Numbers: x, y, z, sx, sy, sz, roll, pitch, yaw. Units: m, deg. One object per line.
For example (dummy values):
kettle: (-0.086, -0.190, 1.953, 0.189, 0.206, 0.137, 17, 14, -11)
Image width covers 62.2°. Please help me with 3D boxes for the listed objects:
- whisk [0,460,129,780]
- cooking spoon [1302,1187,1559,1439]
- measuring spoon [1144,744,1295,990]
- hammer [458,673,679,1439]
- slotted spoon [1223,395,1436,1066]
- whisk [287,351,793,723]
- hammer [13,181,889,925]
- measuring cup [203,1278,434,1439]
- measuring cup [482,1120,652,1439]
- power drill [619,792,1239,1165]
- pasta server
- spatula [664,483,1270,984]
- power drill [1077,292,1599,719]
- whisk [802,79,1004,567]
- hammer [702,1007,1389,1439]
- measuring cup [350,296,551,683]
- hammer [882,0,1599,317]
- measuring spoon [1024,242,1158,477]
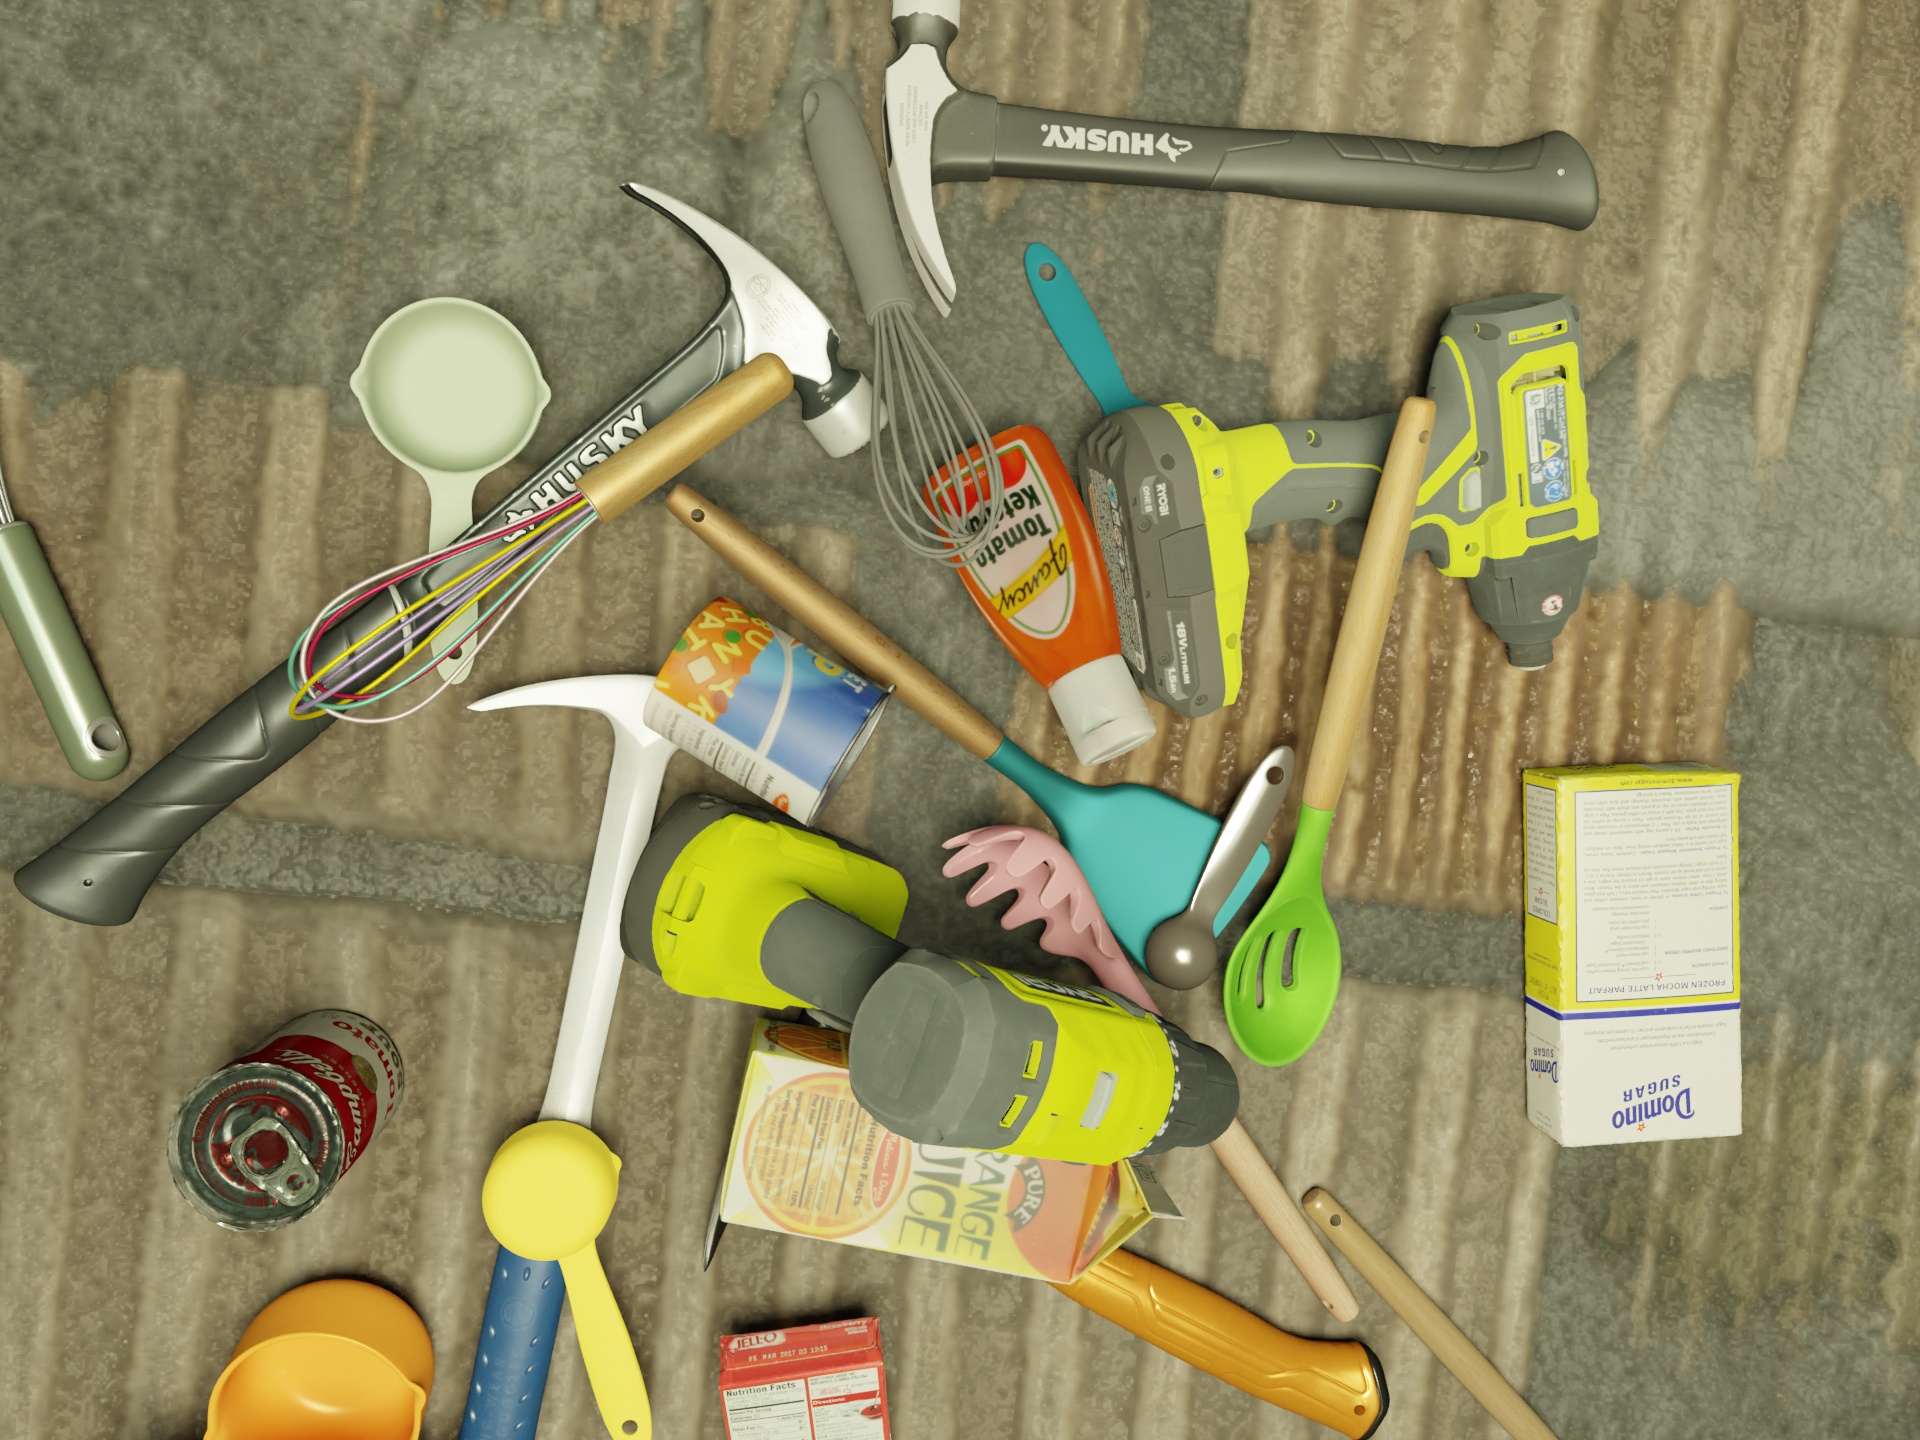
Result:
whisk: (-0.419, -0.088, 0.686, 0.059, 0.058, 0.246, -16, 98, 30)
cooking spoon: (0.276, 0.345, 0.780, 0.069, 0.017, 0.319, -43, 96, -3)
measuring spoon: (0.122, 0.068, 0.722, 0.034, 0.018, 0.124, 26, 93, -12)
hammer: (-0.184, 0.176, 0.720, 0.144, 0.035, 0.405, 12, 91, -6)
slotted spoon: (0.166, 0.013, 0.704, 0.070, 0.031, 0.313, -4, 115, -29)
whisk: (-0.171, -0.076, 0.653, 0.245, 0.047, 0.051, -38, 57, -11)
hammer: (-0.226, -0.059, 0.674, 0.409, 0.036, 0.149, -41, 115, -6)
measuring cup: (-0.269, 0.330, 0.715, 0.095, 0.052, 0.173, -13, 109, -2)
measuring cup: (-0.164, 0.252, 0.692, 0.062, 0.029, 0.156, -17, 93, -5)
power drill: (-0.012, 0.109, 0.638, 0.190, 0.229, 0.080, 23, 88, -46)
pasta server: (0.097, 0.166, 0.728, 0.040, 0.060, 0.316, -43, 107, -28)
spatula: (-0.001, -0.002, 0.712, 0.317, 0.044, 0.082, 38, 93, -17)
power drill: (0.177, -0.085, 0.718, 0.223, 0.080, 0.171, -14, 110, -7)
whisk: (-0.032, -0.178, 0.695, 0.055, 0.055, 0.239, -15, 76, -5)
hammer: (0.048, 0.261, 0.747, 0.337, 0.034, 0.127, 27, 89, -6)
measuring cup: (-0.224, -0.101, 0.708, 0.083, 0.038, 0.167, 1, 101, -10)
hammer: (0.131, -0.251, 0.730, 0.334, 0.035, 0.146, 2, 85, -7)
measuring spoon: (0.065, -0.165, 0.736, 0.042, 0.021, 0.128, -31, 96, -4)
